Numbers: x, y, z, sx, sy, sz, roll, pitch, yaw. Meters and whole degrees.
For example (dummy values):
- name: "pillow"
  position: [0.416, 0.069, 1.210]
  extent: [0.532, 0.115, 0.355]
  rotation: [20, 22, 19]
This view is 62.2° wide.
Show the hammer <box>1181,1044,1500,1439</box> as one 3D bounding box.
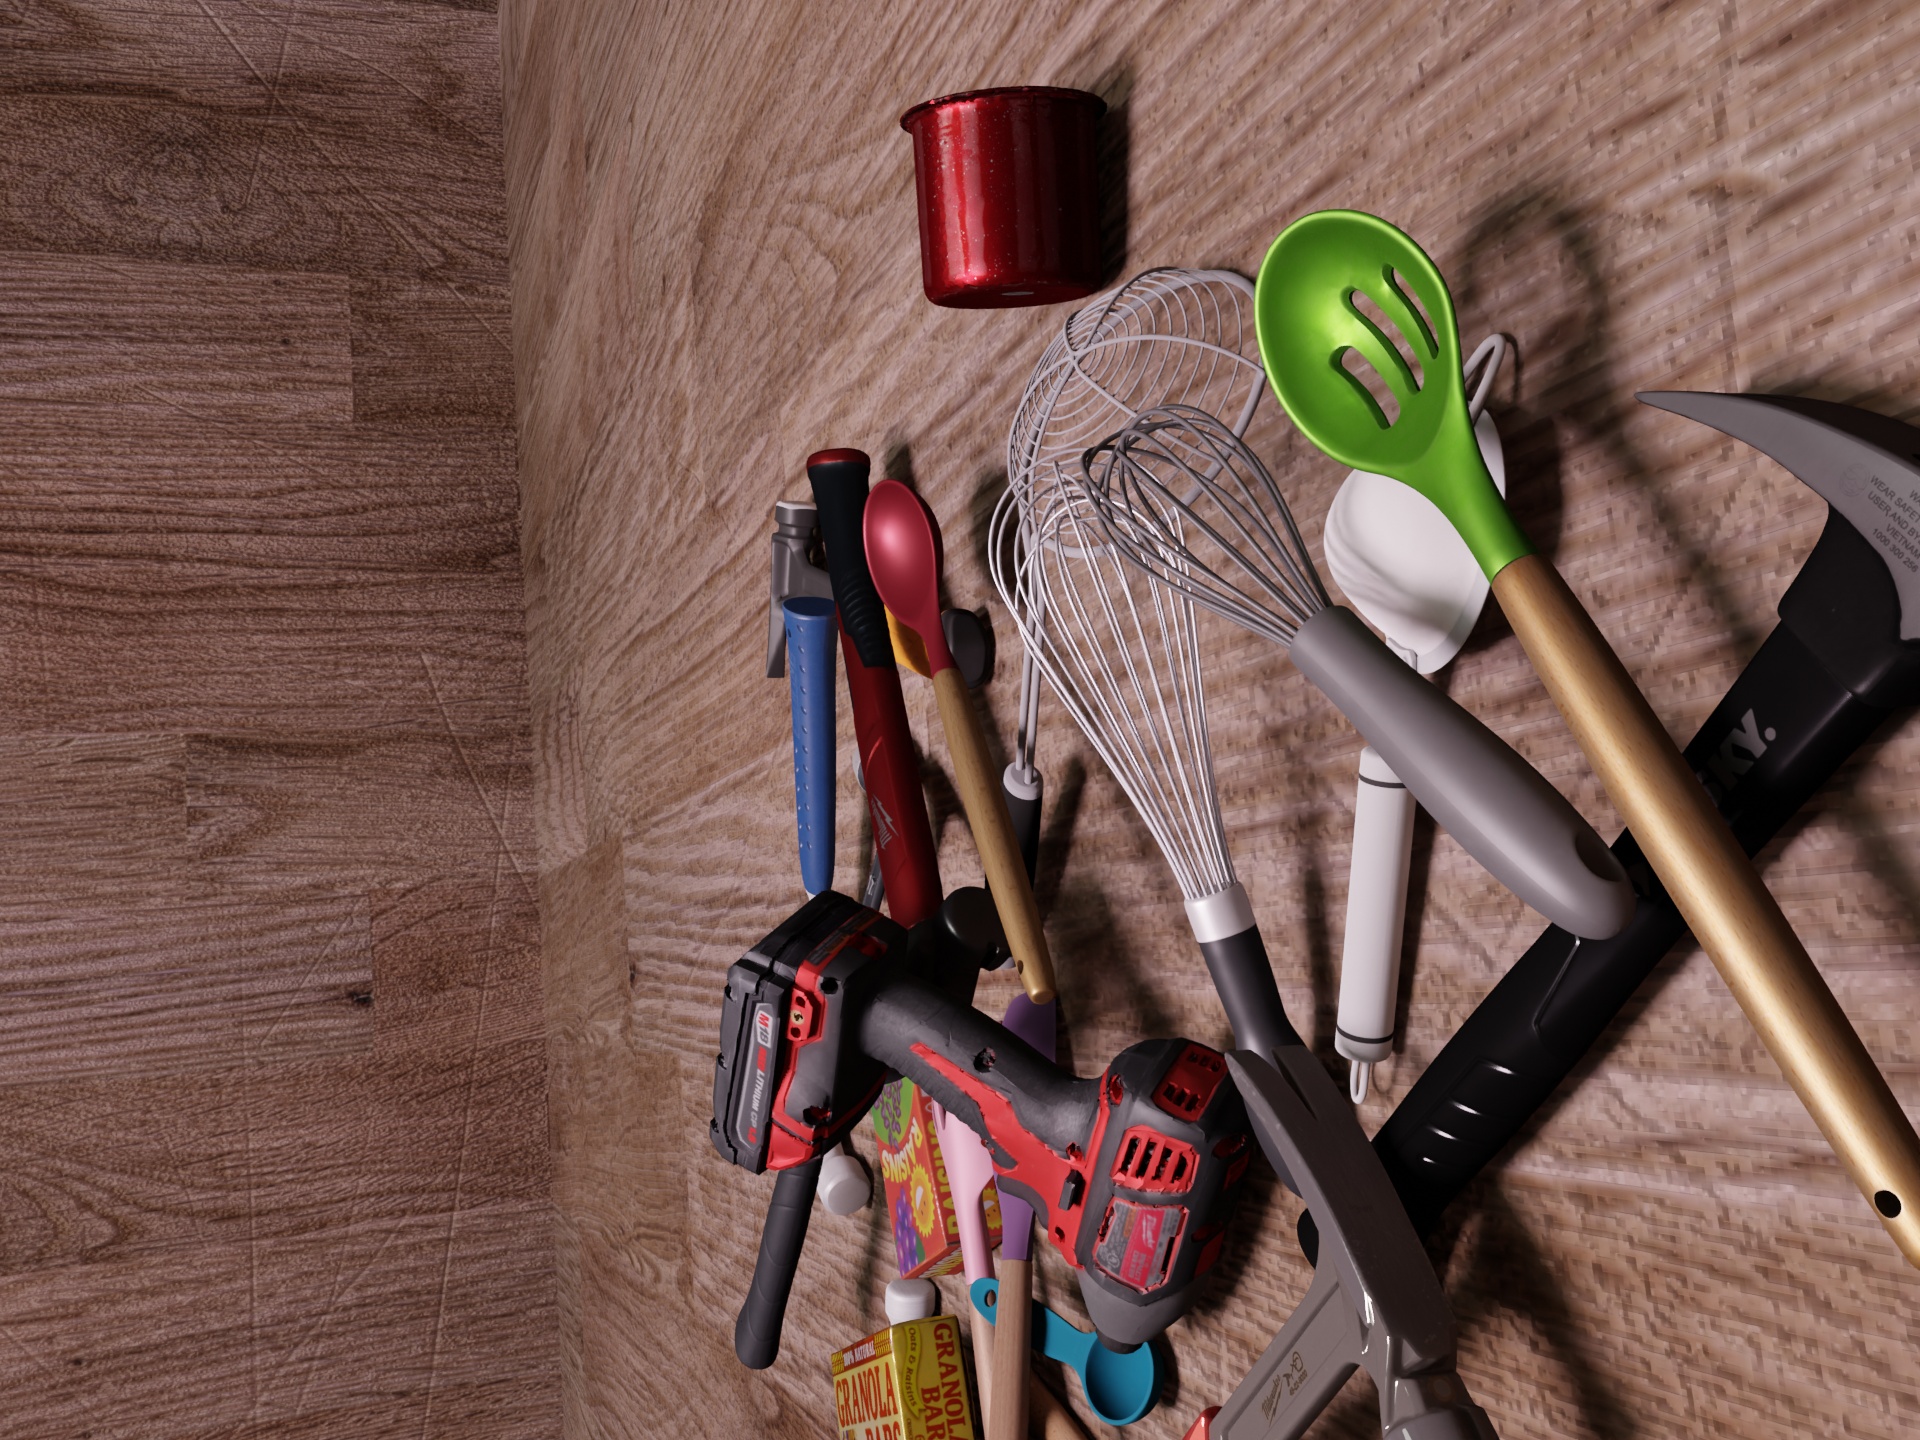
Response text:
- name: "hammer"
  position: [0.078, 0.283, 0.583]
  extent: [0.149, 0.036, 0.358]
  rotation: [-111, 30, -44]

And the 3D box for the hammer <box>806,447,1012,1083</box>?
- name: "hammer"
  position: [-0.051, 0.000, 0.854]
  extent: [0.143, 0.038, 0.387]
  rotation: [-54, 35, 39]

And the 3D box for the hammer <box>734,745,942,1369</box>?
- name: "hammer"
  position: [-0.081, 0.220, 0.959]
  extent: [0.149, 0.036, 0.408]
  rotation: [-118, 41, -66]

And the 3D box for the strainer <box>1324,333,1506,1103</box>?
- name: "strainer"
  position: [0.138, 0.007, 0.514]
  extent: [0.087, 0.050, 0.258]
  rotation: [-114, 24, -74]

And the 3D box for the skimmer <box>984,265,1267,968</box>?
- name: "skimmer"
  position: [0.061, -0.022, 0.711]
  extent: [0.127, 0.090, 0.363]
  rotation: [-111, 19, -48]

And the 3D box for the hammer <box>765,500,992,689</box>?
- name: "hammer"
  position: [-0.060, -0.060, 0.993]
  extent: [0.337, 0.034, 0.127]
  rotation: [-151, 63, -64]

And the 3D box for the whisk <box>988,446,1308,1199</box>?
- name: "whisk"
  position: [0.083, 0.038, 0.570]
  extent: [0.070, 0.070, 0.284]
  rotation: [-20, 90, 66]

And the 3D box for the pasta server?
- name: "pasta server"
  position: [0.022, 0.306, 0.787]
  extent: [0.060, 0.040, 0.316]
  rotation: [126, 140, -56]

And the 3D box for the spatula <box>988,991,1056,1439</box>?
- name: "spatula"
  position: [0.023, 0.278, 0.736]
  extent: [0.059, 0.018, 0.316]
  rotation: [-36, 42, 50]

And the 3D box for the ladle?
- name: "ladle"
  position: [-0.001, -0.002, 0.732]
  extent: [0.316, 0.031, 0.069]
  rotation: [-107, 27, -42]

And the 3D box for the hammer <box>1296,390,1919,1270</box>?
- name: "hammer"
  position: [0.171, 0.064, 0.443]
  extent: [0.334, 0.035, 0.146]
  rotation: [110, 149, -41]

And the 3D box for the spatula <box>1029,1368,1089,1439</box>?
- name: "spatula"
  position: [0.072, 0.362, 0.687]
  extent: [0.318, 0.044, 0.082]
  rotation: [-154, 68, -66]

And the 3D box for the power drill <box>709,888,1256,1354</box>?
- name: "power drill"
  position: [0.008, 0.171, 0.666]
  extent: [0.220, 0.078, 0.143]
  rotation: [21, 119, 21]

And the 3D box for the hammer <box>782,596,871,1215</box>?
- name: "hammer"
  position: [-0.096, 0.116, 1.039]
  extent: [0.144, 0.035, 0.405]
  rotation: [-135, 42, -60]

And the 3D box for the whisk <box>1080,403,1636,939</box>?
- name: "whisk"
  position: [0.109, -0.023, 0.467]
  extent: [0.239, 0.055, 0.055]
  rotation: [54, 140, 39]

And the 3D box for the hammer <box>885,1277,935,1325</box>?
- name: "hammer"
  position: [0.026, 0.419, 0.817]
  extent: [0.331, 0.033, 0.128]
  rotation: [-161, 72, -66]

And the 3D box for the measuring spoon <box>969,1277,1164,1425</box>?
- name: "measuring spoon"
  position: [0.050, 0.285, 0.734]
  extent: [0.129, 0.021, 0.042]
  rotation: [6, 75, 53]

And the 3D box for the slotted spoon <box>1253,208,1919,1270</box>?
- name: "slotted spoon"
  position: [0.152, -0.016, 0.401]
  extent: [0.070, 0.031, 0.314]
  rotation: [116, 142, -49]
